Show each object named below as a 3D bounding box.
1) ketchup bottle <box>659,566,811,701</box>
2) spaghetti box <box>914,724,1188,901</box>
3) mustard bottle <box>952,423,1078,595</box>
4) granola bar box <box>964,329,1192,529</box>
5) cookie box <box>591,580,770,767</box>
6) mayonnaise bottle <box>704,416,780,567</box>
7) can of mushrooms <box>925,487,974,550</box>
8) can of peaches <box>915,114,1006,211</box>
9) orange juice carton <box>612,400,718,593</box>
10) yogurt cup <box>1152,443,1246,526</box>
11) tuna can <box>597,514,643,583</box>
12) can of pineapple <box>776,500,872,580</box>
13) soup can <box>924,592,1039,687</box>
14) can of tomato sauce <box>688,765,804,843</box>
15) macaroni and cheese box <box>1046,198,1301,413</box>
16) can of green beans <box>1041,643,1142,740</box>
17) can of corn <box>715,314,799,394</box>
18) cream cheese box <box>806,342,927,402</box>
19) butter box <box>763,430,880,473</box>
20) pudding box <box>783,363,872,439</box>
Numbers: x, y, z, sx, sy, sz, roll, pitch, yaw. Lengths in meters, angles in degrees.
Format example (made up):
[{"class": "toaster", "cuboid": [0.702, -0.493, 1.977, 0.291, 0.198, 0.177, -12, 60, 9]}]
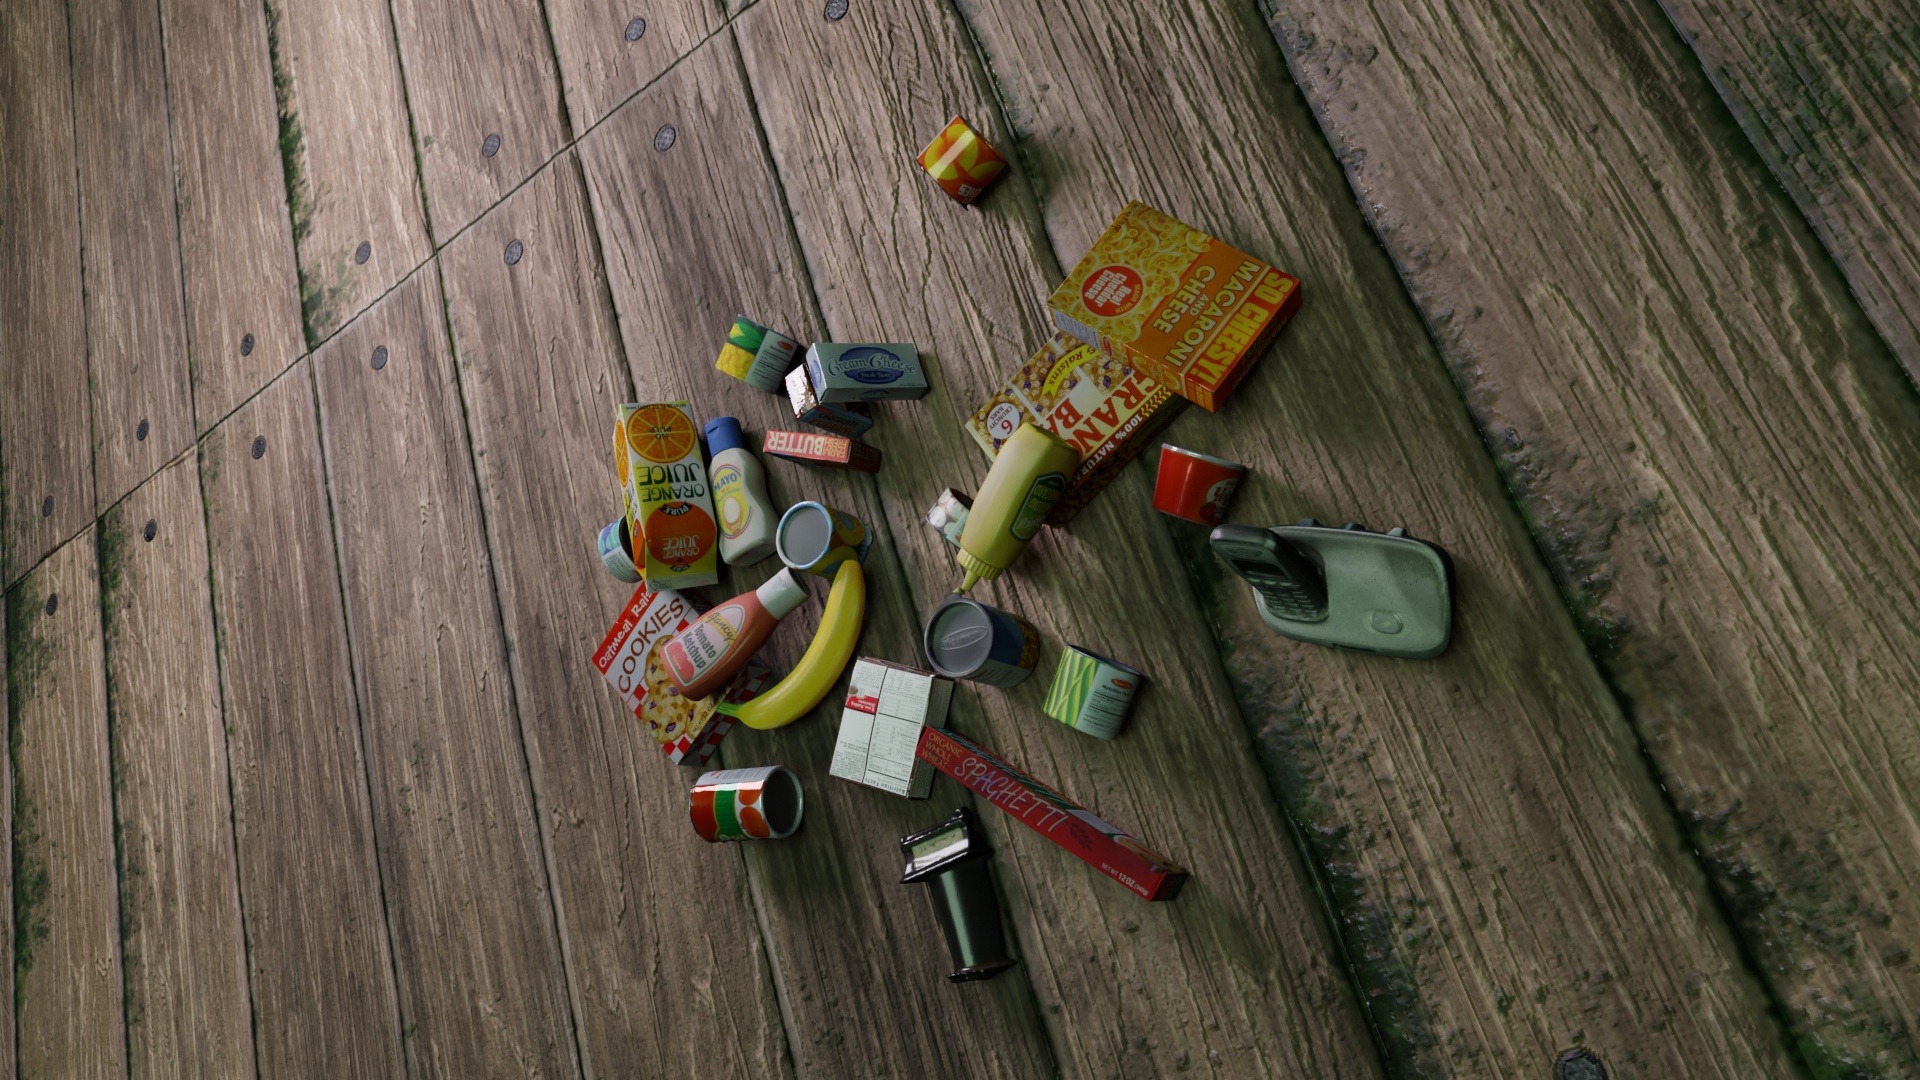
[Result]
[{"class": "ketchup bottle", "cuboid": [-0.207, 0.083, 1.293, 0.149, 0.043, 0.065, -38, 60, 5]}, {"class": "spaghetti box", "cuboid": [0.068, 0.218, 1.129, 0.250, 0.050, 0.028, 26, 92, 33]}, {"class": "mustard bottle", "cuboid": [0.038, -0.018, 1.151, 0.049, 0.065, 0.160, 38, 105, 35]}, {"class": "granola bar box", "cuboid": [0.101, -0.110, 1.193, 0.165, 0.039, 0.124, -44, 61, 15]}, {"class": "cookie box", "cuboid": [-0.279, 0.122, 1.370, 0.168, 0.040, 0.122, 42, 101, 32]}, {"class": "mayonnaise bottle", "cuboid": [-0.220, -0.051, 1.374, 0.064, 0.041, 0.148, -29, 66, 26]}, {"class": "can of mushrooms", "cuboid": [0.004, -0.015, 1.215, 0.071, 0.071, 0.033, 44, 103, 31]}, {"class": "can of peaches", "cuboid": [0.003, -0.353, 1.296, 0.058, 0.071, 0.071, -45, 60, 15]}, {"class": "orange juice carton", "cuboid": [-0.293, -0.040, 1.383, 0.072, 0.072, 0.193, 127, 133, -58]}, {"class": "yogurt cup", "cuboid": [0.187, -0.044, 1.112, 0.072, 0.072, 0.054, 21, 98, 33]}, {"class": "tuna can", "cuboid": [-0.335, 0.007, 1.417, 0.032, 0.071, 0.071, -27, 66, 25]}, {"class": "can of pineapple", "cuboid": [-0.128, -0.001, 1.296, 0.071, 0.058, 0.071, -8, 75, 30]}, {"class": "soup can", "cuboid": [0.019, 0.085, 1.170, 0.071, 0.084, 0.071, -8, 75, 30]}, {"class": "can of tomato sauce", "cuboid": [-0.195, 0.244, 1.275, 0.083, 0.071, 0.071, -10, 74, 29]}, {"class": "macaroni and cheese box", "cuboid": [0.175, -0.194, 1.138, 0.167, 0.040, 0.124, 34, 77, 26]}, {"class": "can of green beans", "cuboid": [0.105, 0.122, 1.119, 0.071, 0.071, 0.058, 23, 92, 33]}, {"class": "can of corn", "cuboid": [-0.204, -0.185, 1.382, 0.071, 0.071, 0.058, 27, 94, 33]}, {"class": "cream cheese box", "cuboid": [-0.087, -0.156, 1.286, 0.024, 0.104, 0.053, -53, 49, 51]}, {"class": "butter box", "cuboid": [-0.131, -0.085, 1.321, 0.103, 0.053, 0.024, 9, 86, 33]}, {"class": "pudding box", "cuboid": [-0.124, -0.130, 1.309, 0.030, 0.084, 0.050, -34, 64, 24]}]
